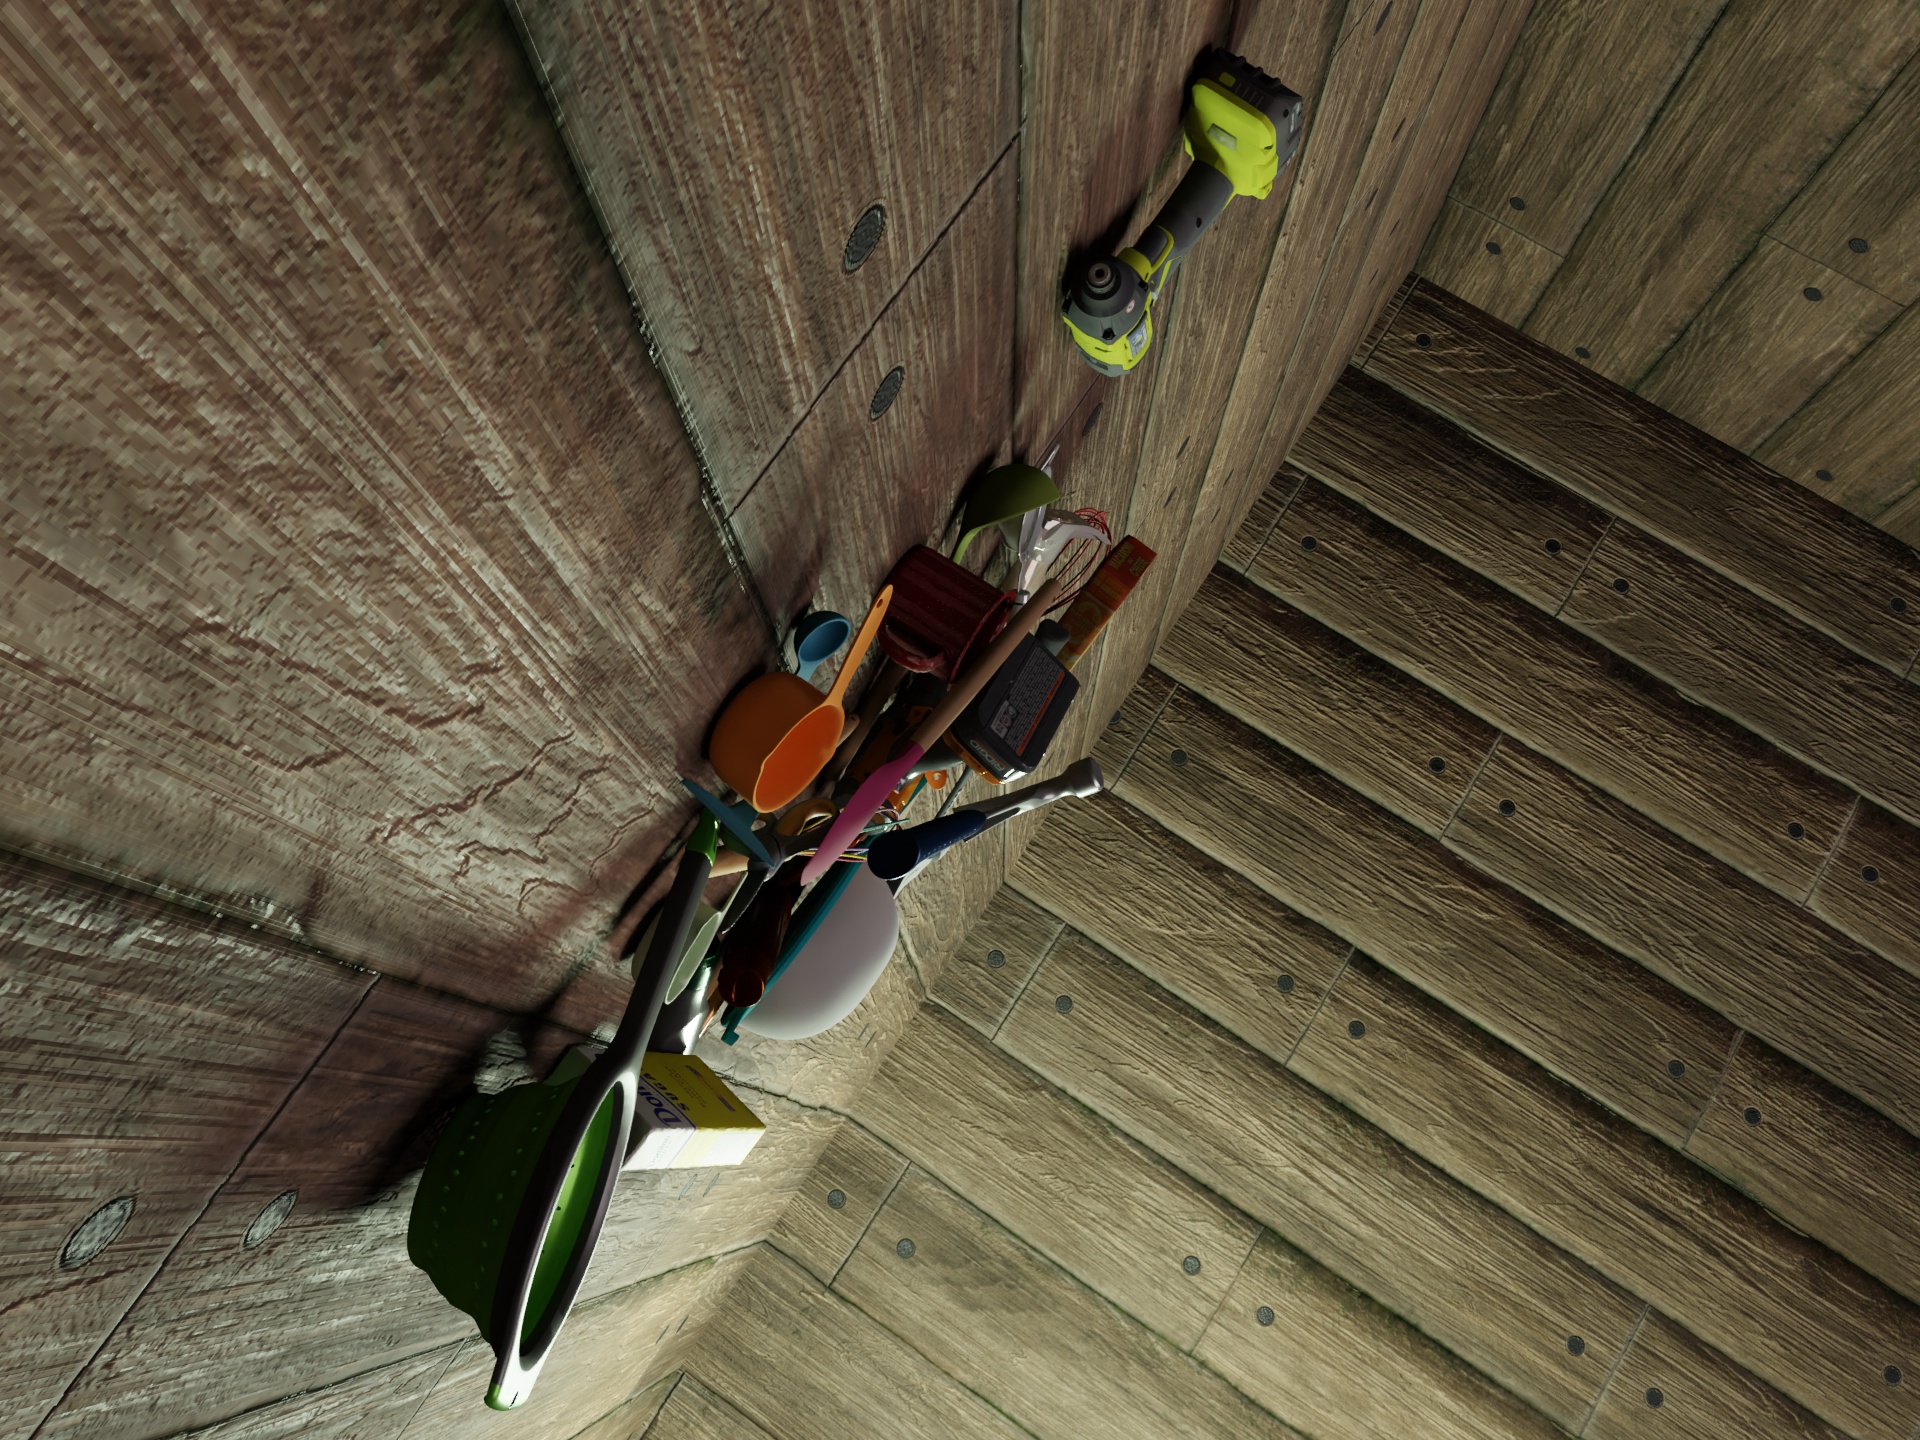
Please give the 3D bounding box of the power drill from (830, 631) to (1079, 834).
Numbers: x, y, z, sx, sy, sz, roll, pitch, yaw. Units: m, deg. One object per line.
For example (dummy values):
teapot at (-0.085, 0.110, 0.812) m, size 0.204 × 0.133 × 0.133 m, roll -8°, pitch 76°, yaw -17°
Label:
power drill at (-0.002, -0.004, 1.349) m, size 0.226 × 0.084 × 0.185 m, roll -25°, pitch -152°, yaw 49°

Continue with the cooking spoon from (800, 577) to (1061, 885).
cooking spoon at (-0.017, 0.002, 1.178) m, size 0.319 × 0.017 × 0.068 m, roll -50°, pitch 170°, yaw -26°

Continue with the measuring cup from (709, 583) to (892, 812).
measuring cup at (-0.103, -0.025, 1.035) m, size 0.173 × 0.052 × 0.095 m, roll -60°, pitch 161°, yaw 13°

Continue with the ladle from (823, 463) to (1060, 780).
ladle at (-0.023, -0.072, 1.304) m, size 0.320 × 0.062 × 0.078 m, roll -58°, pitch 177°, yaw 20°

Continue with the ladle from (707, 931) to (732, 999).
ladle at (-0.252, 0.274, 1.349) m, size 0.315 × 0.031 × 0.069 m, roll -55°, pitch 171°, yaw -22°

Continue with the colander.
colander at (-0.260, 0.228, 1.033) m, size 0.204 × 0.094 × 0.397 m, roll 101°, pitch 6°, yaw -66°

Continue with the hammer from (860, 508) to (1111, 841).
hammer at (0.004, -0.024, 1.539) m, size 0.146 × 0.038 × 0.410 m, roll -5°, pitch 131°, yaw -55°

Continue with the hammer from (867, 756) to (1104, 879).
hammer at (0.008, 0.085, 1.325) m, size 0.144 × 0.035 × 0.405 m, roll -22°, pitch 177°, yaw 18°

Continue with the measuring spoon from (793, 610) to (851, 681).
measuring spoon at (-0.118, -0.030, 1.088) m, size 0.042 × 0.021 × 0.128 m, roll -8°, pitch 143°, yaw -49°

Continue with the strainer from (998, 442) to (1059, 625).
strainer at (0.049, -0.115, 1.381) m, size 0.087 × 0.050 × 0.258 m, roll -48°, pitch 145°, yaw -65°

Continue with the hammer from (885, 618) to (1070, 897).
hammer at (0.008, 0.046, 1.551) m, size 0.149 × 0.036 × 0.408 m, roll -45°, pitch 169°, yaw -46°

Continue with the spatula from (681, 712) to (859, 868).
spatula at (-0.123, 0.037, 1.167) m, size 0.044 × 0.082 × 0.317 m, roll -47°, pitch 180°, yaw 22°

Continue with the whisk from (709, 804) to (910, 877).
whisk at (-0.119, 0.097, 1.227) m, size 0.245 × 0.051 × 0.047 m, roll -8°, pitch 95°, yaw -55°

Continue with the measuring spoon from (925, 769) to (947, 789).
measuring spoon at (-0.029, 0.021, 1.447) m, size 0.117 × 0.021 × 0.011 m, roll -105°, pitch 176°, yaw -49°

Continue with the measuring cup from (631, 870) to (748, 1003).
measuring cup at (-0.193, 0.136, 1.187) m, size 0.168 × 0.038 × 0.083 m, roll -60°, pitch 175°, yaw -44°

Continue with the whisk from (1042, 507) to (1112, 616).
whisk at (0.055, -0.101, 1.605) m, size 0.296 × 0.073 × 0.073 m, roll -49°, pitch 169°, yaw -10°

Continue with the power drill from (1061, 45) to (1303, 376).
power drill at (0.159, -0.375, 1.189) m, size 0.223 × 0.080 × 0.171 m, roll -55°, pitch 171°, yaw 3°

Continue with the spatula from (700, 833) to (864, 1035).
spatula at (-0.191, 0.221, 1.433) m, size 0.322 × 0.041 × 0.081 m, roll -56°, pitch -176°, yaw 0°

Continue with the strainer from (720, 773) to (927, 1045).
strainer at (-0.082, 0.171, 1.471) m, size 0.340 × 0.095 × 0.211 m, roll -51°, pitch -176°, yaw 2°
